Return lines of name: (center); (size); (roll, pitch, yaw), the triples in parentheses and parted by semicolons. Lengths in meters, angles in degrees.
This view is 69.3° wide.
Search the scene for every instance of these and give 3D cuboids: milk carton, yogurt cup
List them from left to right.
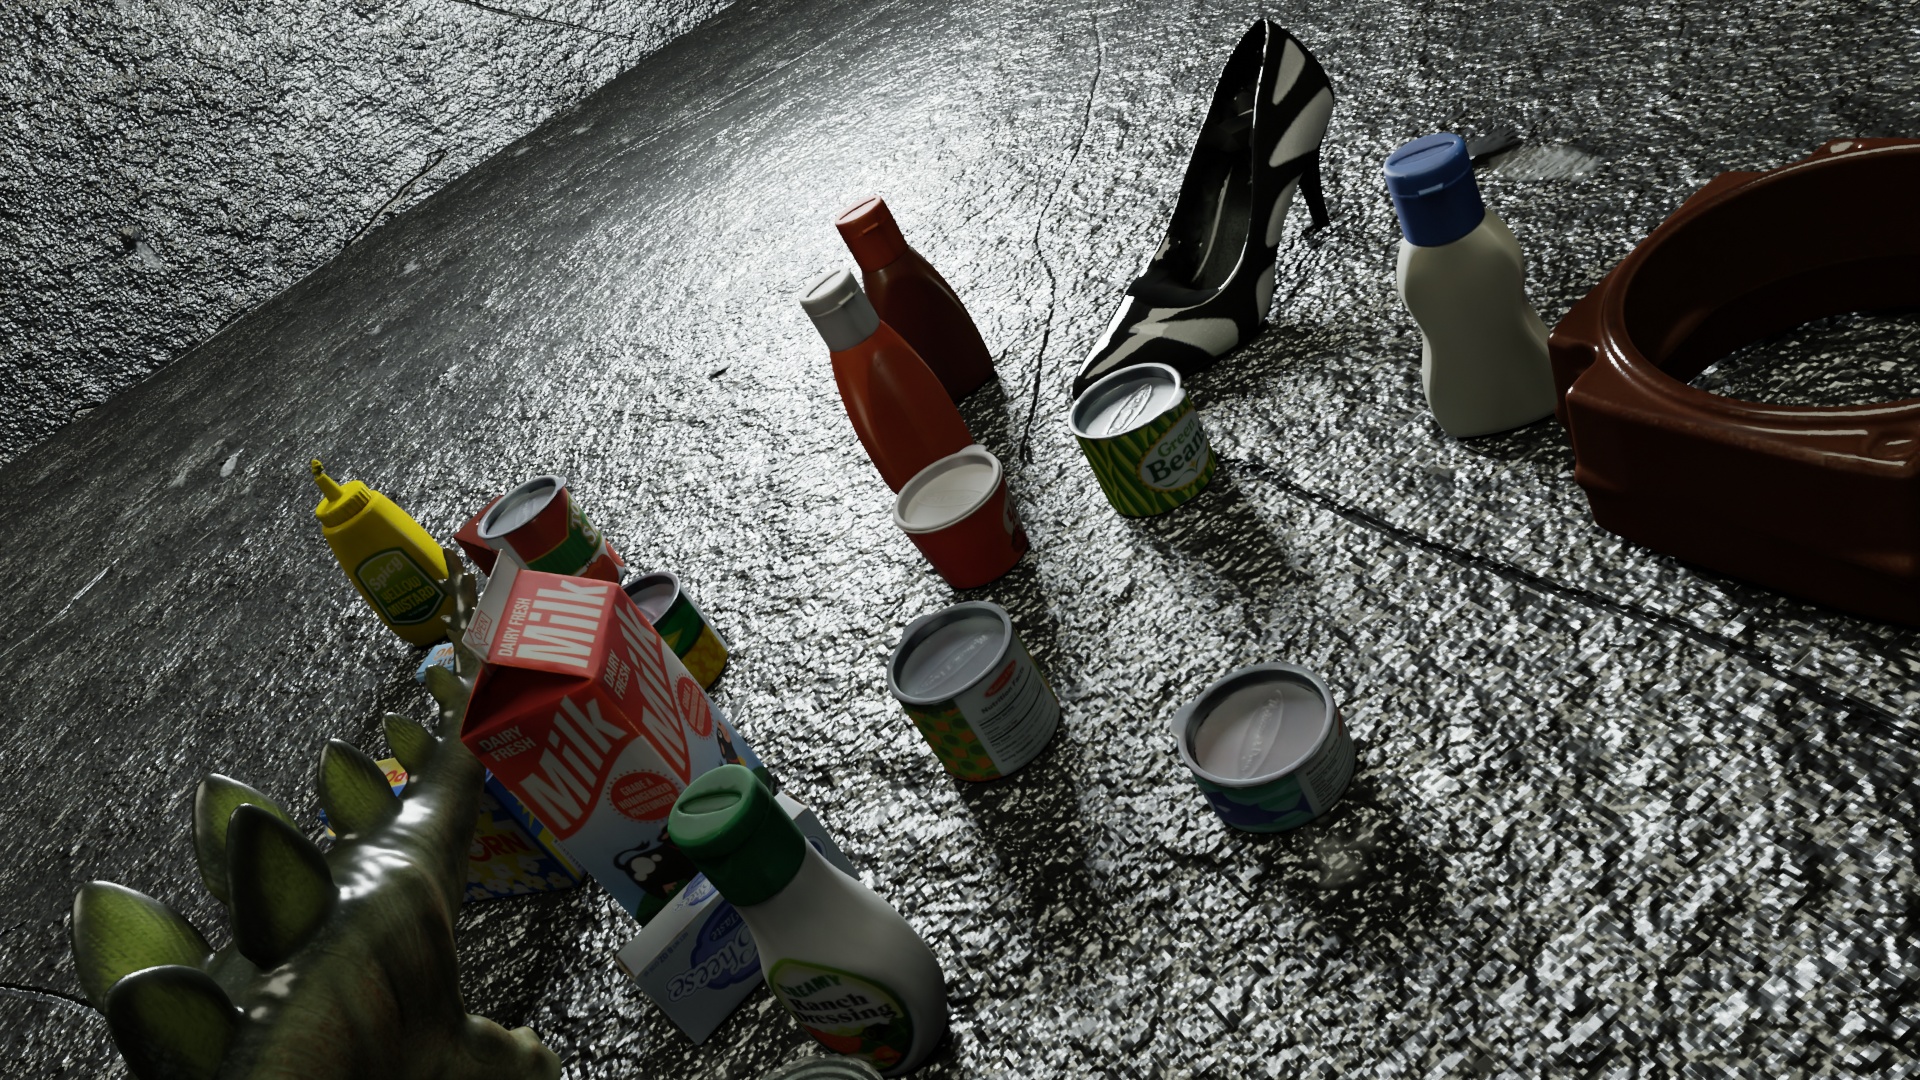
milk carton: (-0.166, 0.092, 0.655); (0.073, 0.190, 0.073); (-24, 32, 12)
yogurt cup: (0.003, -0.010, 0.788); (0.072, 0.053, 0.073); (-22, 32, 15)

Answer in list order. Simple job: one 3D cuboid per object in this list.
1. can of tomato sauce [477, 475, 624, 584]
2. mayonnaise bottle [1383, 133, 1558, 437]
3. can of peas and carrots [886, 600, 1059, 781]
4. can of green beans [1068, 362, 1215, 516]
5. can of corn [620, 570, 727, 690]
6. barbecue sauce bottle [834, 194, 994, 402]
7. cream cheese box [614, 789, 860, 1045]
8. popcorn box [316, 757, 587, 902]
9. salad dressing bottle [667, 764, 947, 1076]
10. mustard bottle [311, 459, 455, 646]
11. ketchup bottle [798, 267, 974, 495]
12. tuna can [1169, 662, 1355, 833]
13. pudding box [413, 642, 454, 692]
can of tomato sauce: (-0.286, 0.005, 0.980); (0.071, 0.082, 0.071); (-22, 32, 15)
mayonnaise bottle: (0.238, -0.118, 0.654); (0.064, 0.147, 0.041); (-15, 35, 25)
can of peas and carrots: (0.005, 0.072, 0.666); (0.071, 0.058, 0.071); (-22, 32, 15)
can of green beans: (0.101, -0.055, 0.766); (0.071, 0.057, 0.071); (-22, 32, 15)
can of corn: (-0.184, 0.063, 0.836); (0.071, 0.058, 0.071); (-22, 32, 15)
barbecue sauce bottle: (-0.035, -0.162, 0.944); (0.065, 0.148, 0.044); (-31, 31, 0)
cream cheese box: (-0.097, 0.167, 0.621); (0.104, 0.053, 0.024); (-44, 34, -21)
popcorn box: (-0.270, 0.154, 0.753); (0.126, 0.085, 0.038); (-14, 35, 26)
salad dressing bottle: (-0.057, 0.146, 0.528); (0.064, 0.147, 0.044); (-13, 35, 27)
mustard bottle: (-0.427, 0.006, 1.023); (0.065, 0.159, 0.049); (-31, 31, 0)
ketchup bottle: (-0.048, -0.099, 0.866); (0.065, 0.148, 0.043); (-43, 33, -19)
tuna can: (0.124, 0.085, 0.572); (0.071, 0.032, 0.071); (-22, 32, 15)
pudding box: (-0.310, 0.089, 0.913); (0.083, 0.049, 0.030); (-13, 36, 27)
